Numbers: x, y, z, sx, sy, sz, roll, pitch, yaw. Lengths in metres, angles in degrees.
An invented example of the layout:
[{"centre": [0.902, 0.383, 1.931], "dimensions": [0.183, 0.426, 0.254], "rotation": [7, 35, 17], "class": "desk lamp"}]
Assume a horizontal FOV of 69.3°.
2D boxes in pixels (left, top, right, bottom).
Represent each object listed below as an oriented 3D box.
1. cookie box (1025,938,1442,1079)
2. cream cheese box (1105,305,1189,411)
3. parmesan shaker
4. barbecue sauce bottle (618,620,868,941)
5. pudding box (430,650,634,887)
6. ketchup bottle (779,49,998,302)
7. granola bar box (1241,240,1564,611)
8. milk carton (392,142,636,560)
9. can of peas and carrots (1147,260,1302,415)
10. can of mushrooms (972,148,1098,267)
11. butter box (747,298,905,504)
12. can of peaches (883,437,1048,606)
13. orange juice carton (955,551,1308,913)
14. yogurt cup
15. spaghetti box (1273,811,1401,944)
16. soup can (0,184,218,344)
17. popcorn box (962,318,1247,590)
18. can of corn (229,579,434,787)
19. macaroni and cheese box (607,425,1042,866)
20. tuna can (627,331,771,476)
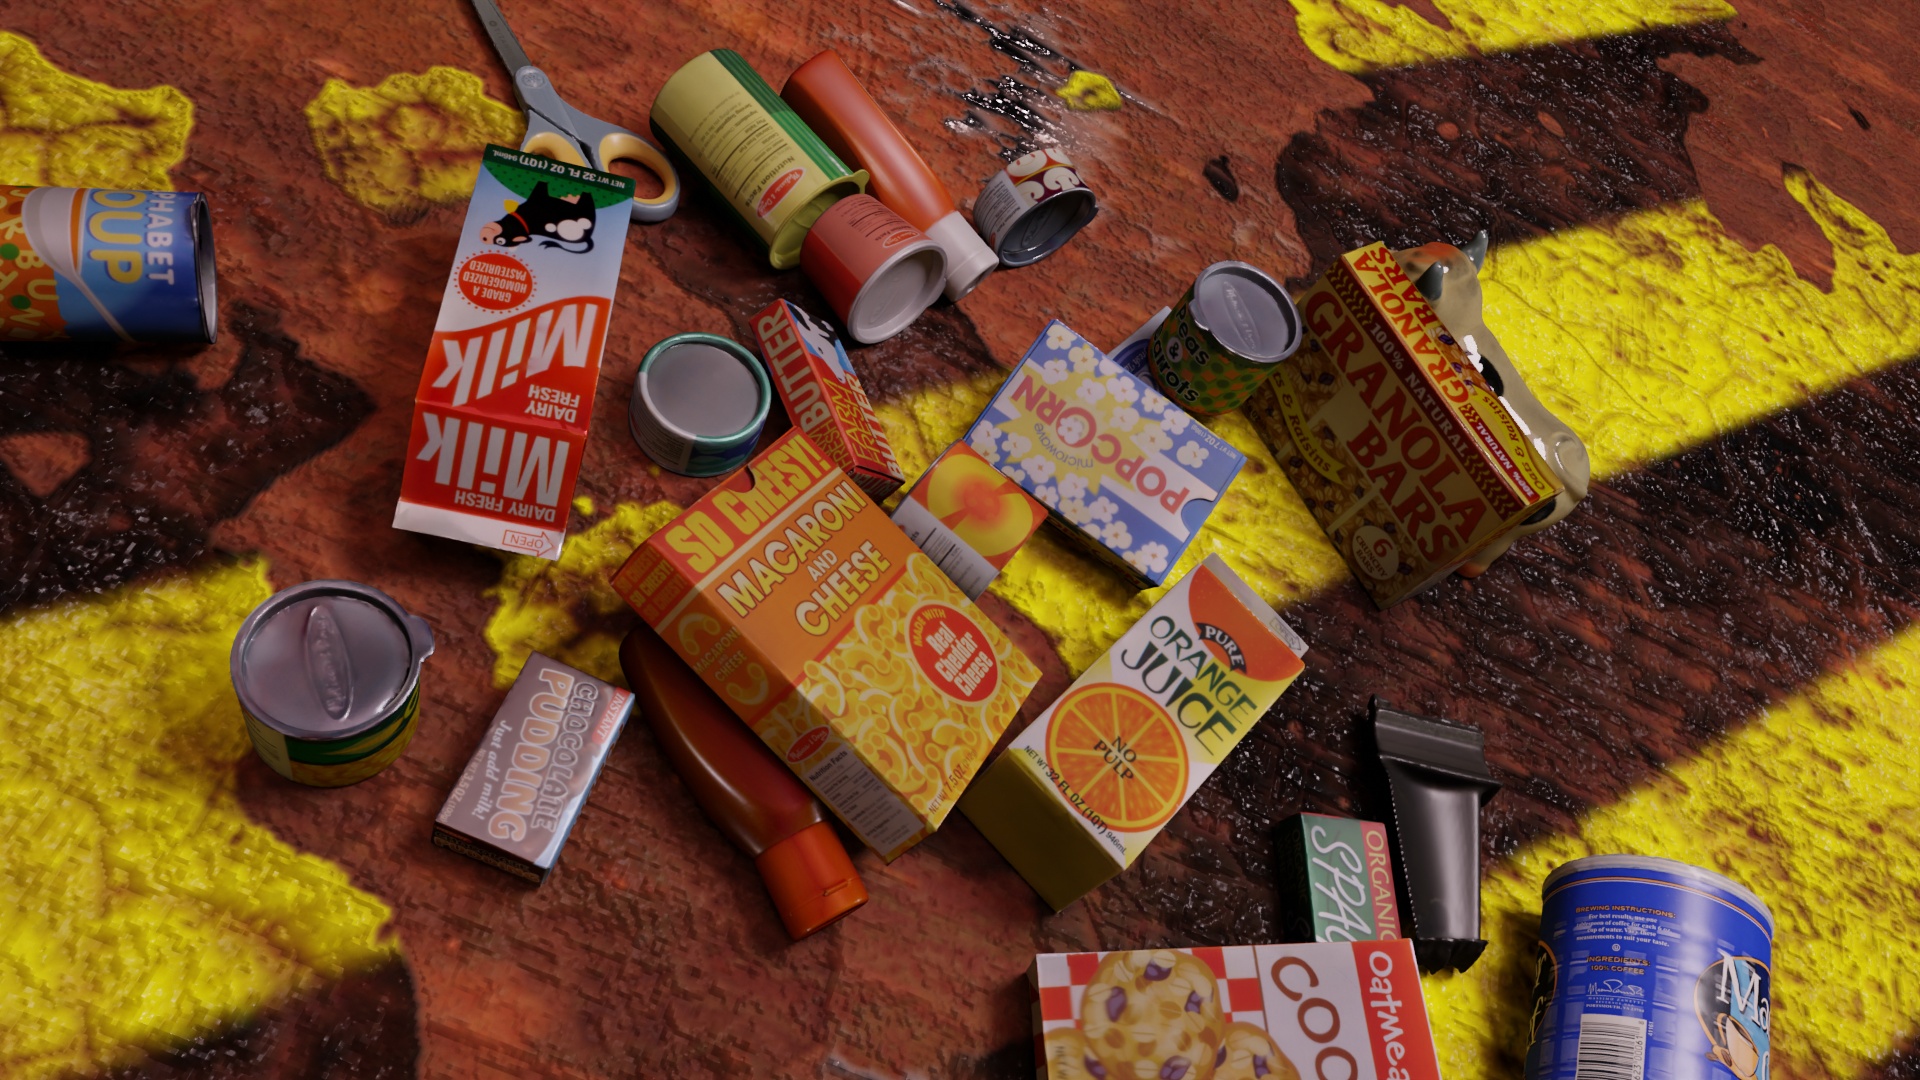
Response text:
[{"centre": [0.117, 0.236, 0.582], "dimensions": [0.168, 0.040, 0.123], "rotation": [-1, 61, -6], "class": "cookie box"}, {"centre": [0.103, -0.087, 0.791], "dimensions": [0.053, 0.024, 0.104], "rotation": [45, 56, 5], "class": "cream cheese box"}, {"centre": [-0.108, -0.208, 0.749], "dimensions": [0.071, 0.071, 0.103], "rotation": [-36, 79, -33], "class": "parmesan shaker"}, {"centre": [-0.089, 0.097, 0.598], "dimensions": [0.065, 0.043, 0.149], "rotation": [-19, 71, -35], "class": "barbecue sauce bottle"}, {"centre": [-0.175, 0.094, 0.574], "dimensions": [0.049, 0.030, 0.084], "rotation": [26, 56, -7], "class": "pudding box"}, {"centre": [-0.040, -0.201, 0.779], "dimensions": [0.043, 0.064, 0.149], "rotation": [-41, 91, -13], "class": "ketchup bottle"}, {"centre": [0.232, -0.060, 0.767], "dimensions": [0.039, 0.123, 0.166], "rotation": [-20, 71, -31], "class": "granola bar box"}, {"centre": [-0.202, -0.081, 0.637], "dimensions": [0.072, 0.073, 0.191], "rotation": [12, 59, -15], "class": "milk carton"}, {"centre": [0.143, -0.111, 0.769], "dimensions": [0.071, 0.058, 0.071], "rotation": [10, 60, -17], "class": "can of peas and carrots"}, {"centre": [0.044, -0.192, 0.802], "dimensions": [0.071, 0.070, 0.033], "rotation": [-23, 71, -30], "class": "can of mushrooms"}, {"centre": [-0.067, -0.069, 0.697], "dimensions": [0.053, 0.024, 0.104], "rotation": [18, 43, -63], "class": "butter box"}, {"centre": [0.002, -0.009, 0.680], "dimensions": [0.058, 0.071, 0.071], "rotation": [40, 55, 3], "class": "can of peaches"}, {"centre": [0.093, 0.080, 0.662], "dimensions": [0.072, 0.072, 0.193], "rotation": [46, 55, 8], "class": "orange juice carton"}, {"centre": [-0.049, -0.148, 0.742], "dimensions": [0.073, 0.072, 0.054], "rotation": [-33, 69, -33], "class": "yogurt cup"}, {"centre": [0.181, 0.247, 0.629], "dimensions": [0.050, 0.028, 0.251], "rotation": [10, 59, -16], "class": "spaghetti box"}, {"centre": [-0.368, -0.119, 0.593], "dimensions": [0.084, 0.071, 0.071], "rotation": [-3, 63, -23], "class": "soup can"}, {"centre": [0.072, -0.044, 0.728], "dimensions": [0.127, 0.038, 0.085], "rotation": [36, 79, 1], "class": "popcorn box"}, {"centre": [-0.246, 0.057, 0.549], "dimensions": [0.071, 0.058, 0.071], "rotation": [10, 59, -16], "class": "can of corn"}, {"centre": [-0.053, 0.040, 0.612], "dimensions": [0.166, 0.040, 0.124], "rotation": [46, 36, -3], "class": "macaroni and cheese box"}, {"centre": [-0.126, -0.069, 0.684], "dimensions": [0.071, 0.032, 0.071], "rotation": [9, 59, -16], "class": "tuna can"}]
